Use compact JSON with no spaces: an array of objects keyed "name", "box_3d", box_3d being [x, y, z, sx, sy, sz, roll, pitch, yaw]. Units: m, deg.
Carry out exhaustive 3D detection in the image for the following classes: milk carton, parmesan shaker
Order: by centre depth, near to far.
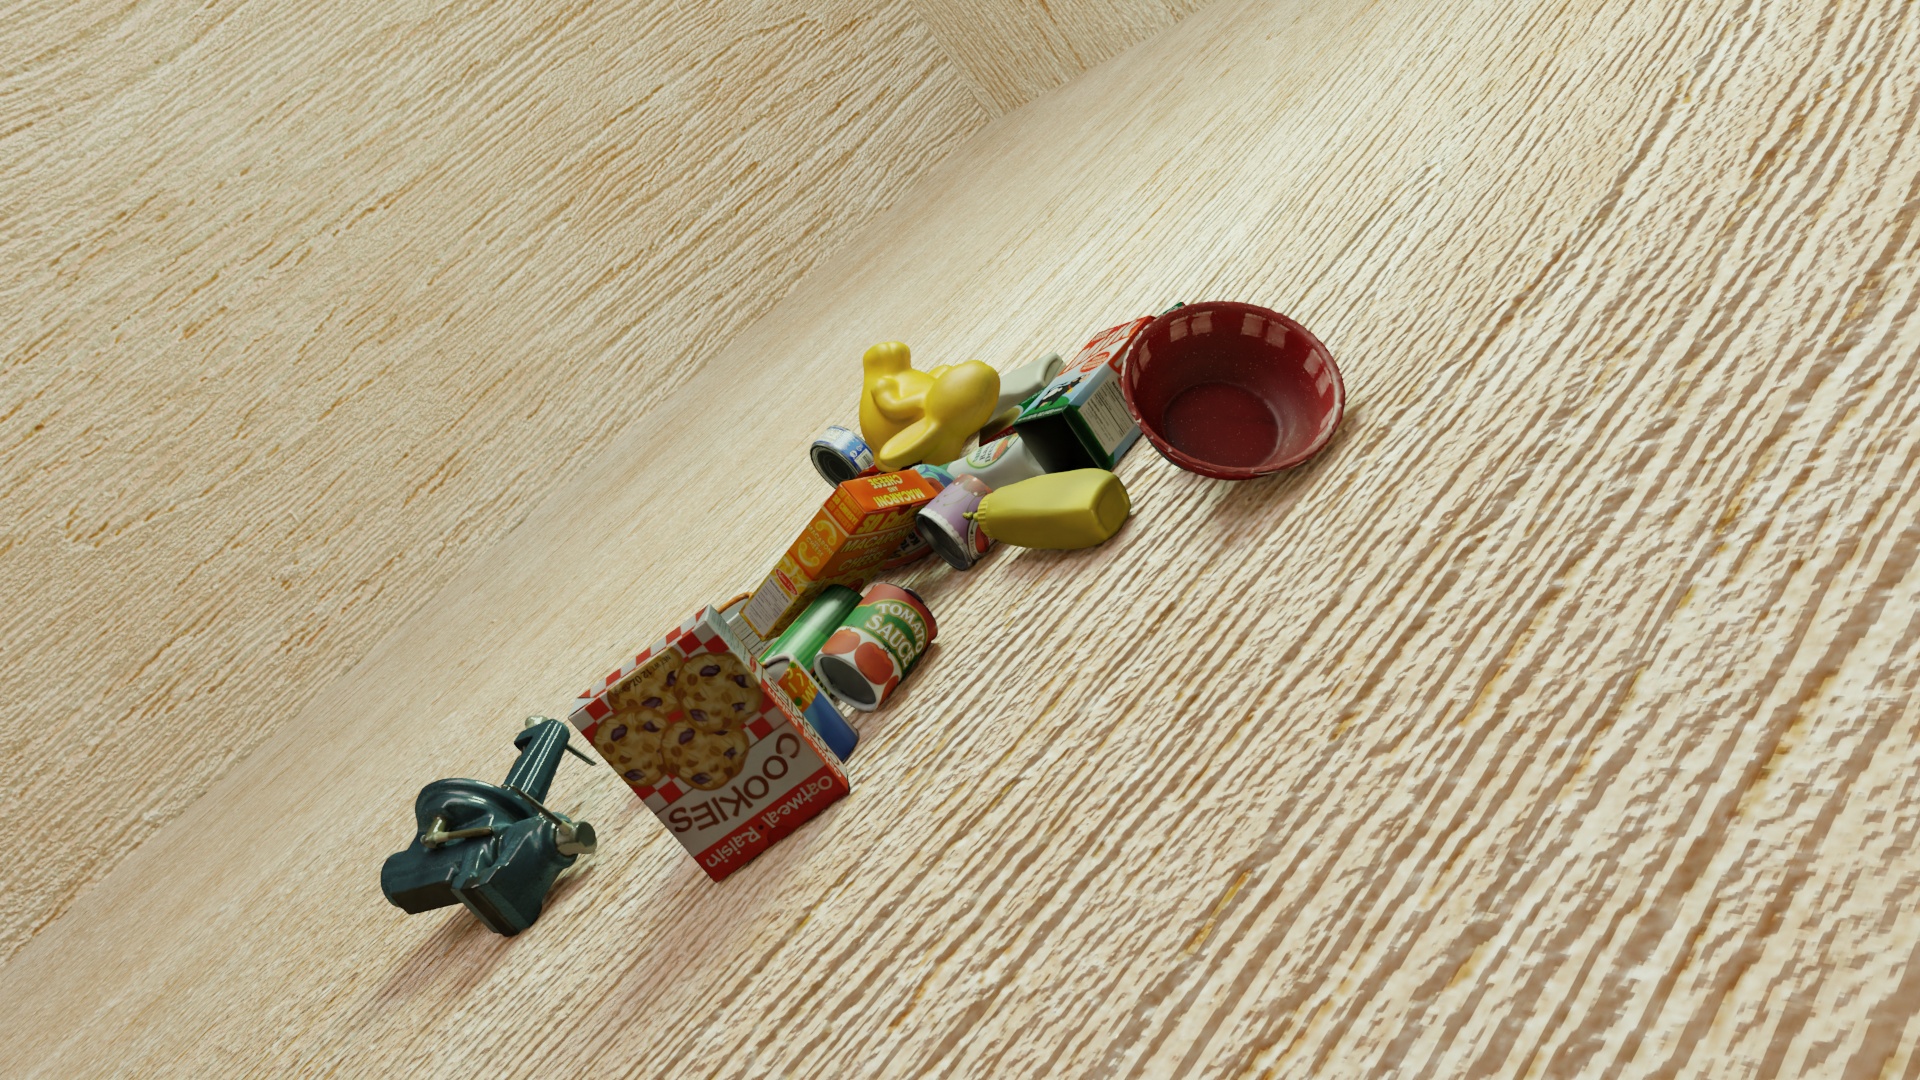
[{"name":"parmesan shaker","box_3d":[-0.120,0.092,1.179,0.071,0.071,0.103,-11,31,52]},{"name":"milk carton","box_3d":[0.139,-0.139,1.262,0.072,0.073,0.191,-10,32,54]}]

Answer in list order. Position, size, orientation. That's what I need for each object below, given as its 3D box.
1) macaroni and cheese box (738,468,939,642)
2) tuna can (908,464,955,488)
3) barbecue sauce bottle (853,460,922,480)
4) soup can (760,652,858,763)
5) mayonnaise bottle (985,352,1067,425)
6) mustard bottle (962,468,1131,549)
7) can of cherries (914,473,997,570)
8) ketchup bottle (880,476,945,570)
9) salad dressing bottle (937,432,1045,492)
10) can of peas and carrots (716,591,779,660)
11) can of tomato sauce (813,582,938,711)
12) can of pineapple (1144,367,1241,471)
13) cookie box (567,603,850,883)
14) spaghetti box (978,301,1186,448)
[{"name":"macaroni and cheese box","box_3d":[-0.106,0.013,1.238,0.165,0.040,0.124,-49,-16,26]},{"name":"tuna can","box_3d":[-0.034,-0.040,1.337,0.071,0.071,0.033,-23,22,36]},{"name":"barbecue sauce bottle","box_3d":[-0.059,-0.099,1.561,0.064,0.043,0.149,-15,28,51]},{"name":"soup can","box_3d":[-0.131,0.140,1.065,0.071,0.083,0.071,-33,20,13]},{"name":"mayonnaise bottle","box_3d":[0.049,-0.154,1.507,0.147,0.041,0.065,-21,28,42]},{"name":"mustard bottle","box_3d":[0.063,-0.023,1.138,0.160,0.048,0.065,-3,36,46]},{"name":"can of cherries","box_3d":[0.004,-0.015,1.225,0.058,0.071,0.071,-42,20,-18]},{"name":"ketchup bottle","box_3d":[-0.066,-0.002,1.324,0.148,0.065,0.044,-33,-4,39]},{"name":"salad dressing bottle","box_3d":[0.023,-0.068,1.344,0.147,0.044,0.064,-17,28,46]},{"name":"can of peas and carrots","box_3d":[-0.213,0.092,1.359,0.071,0.058,0.071,-32,19,13]},{"name":"can of tomato sauce","box_3d":[-0.067,0.085,1.109,0.071,0.071,0.083,-12,31,51]},{"name":"can of pineapple","box_3d":[0.185,-0.098,1.095,0.058,0.071,0.071,-43,20,-18]},{"name":"cookie box","box_3d":[-0.178,0.148,1.002,0.123,0.167,0.040,-35,16,5]},{"name":"spaghetti box","box_3d":[0.127,-0.157,1.394,0.249,0.028,0.050,-31,20,16]}]
